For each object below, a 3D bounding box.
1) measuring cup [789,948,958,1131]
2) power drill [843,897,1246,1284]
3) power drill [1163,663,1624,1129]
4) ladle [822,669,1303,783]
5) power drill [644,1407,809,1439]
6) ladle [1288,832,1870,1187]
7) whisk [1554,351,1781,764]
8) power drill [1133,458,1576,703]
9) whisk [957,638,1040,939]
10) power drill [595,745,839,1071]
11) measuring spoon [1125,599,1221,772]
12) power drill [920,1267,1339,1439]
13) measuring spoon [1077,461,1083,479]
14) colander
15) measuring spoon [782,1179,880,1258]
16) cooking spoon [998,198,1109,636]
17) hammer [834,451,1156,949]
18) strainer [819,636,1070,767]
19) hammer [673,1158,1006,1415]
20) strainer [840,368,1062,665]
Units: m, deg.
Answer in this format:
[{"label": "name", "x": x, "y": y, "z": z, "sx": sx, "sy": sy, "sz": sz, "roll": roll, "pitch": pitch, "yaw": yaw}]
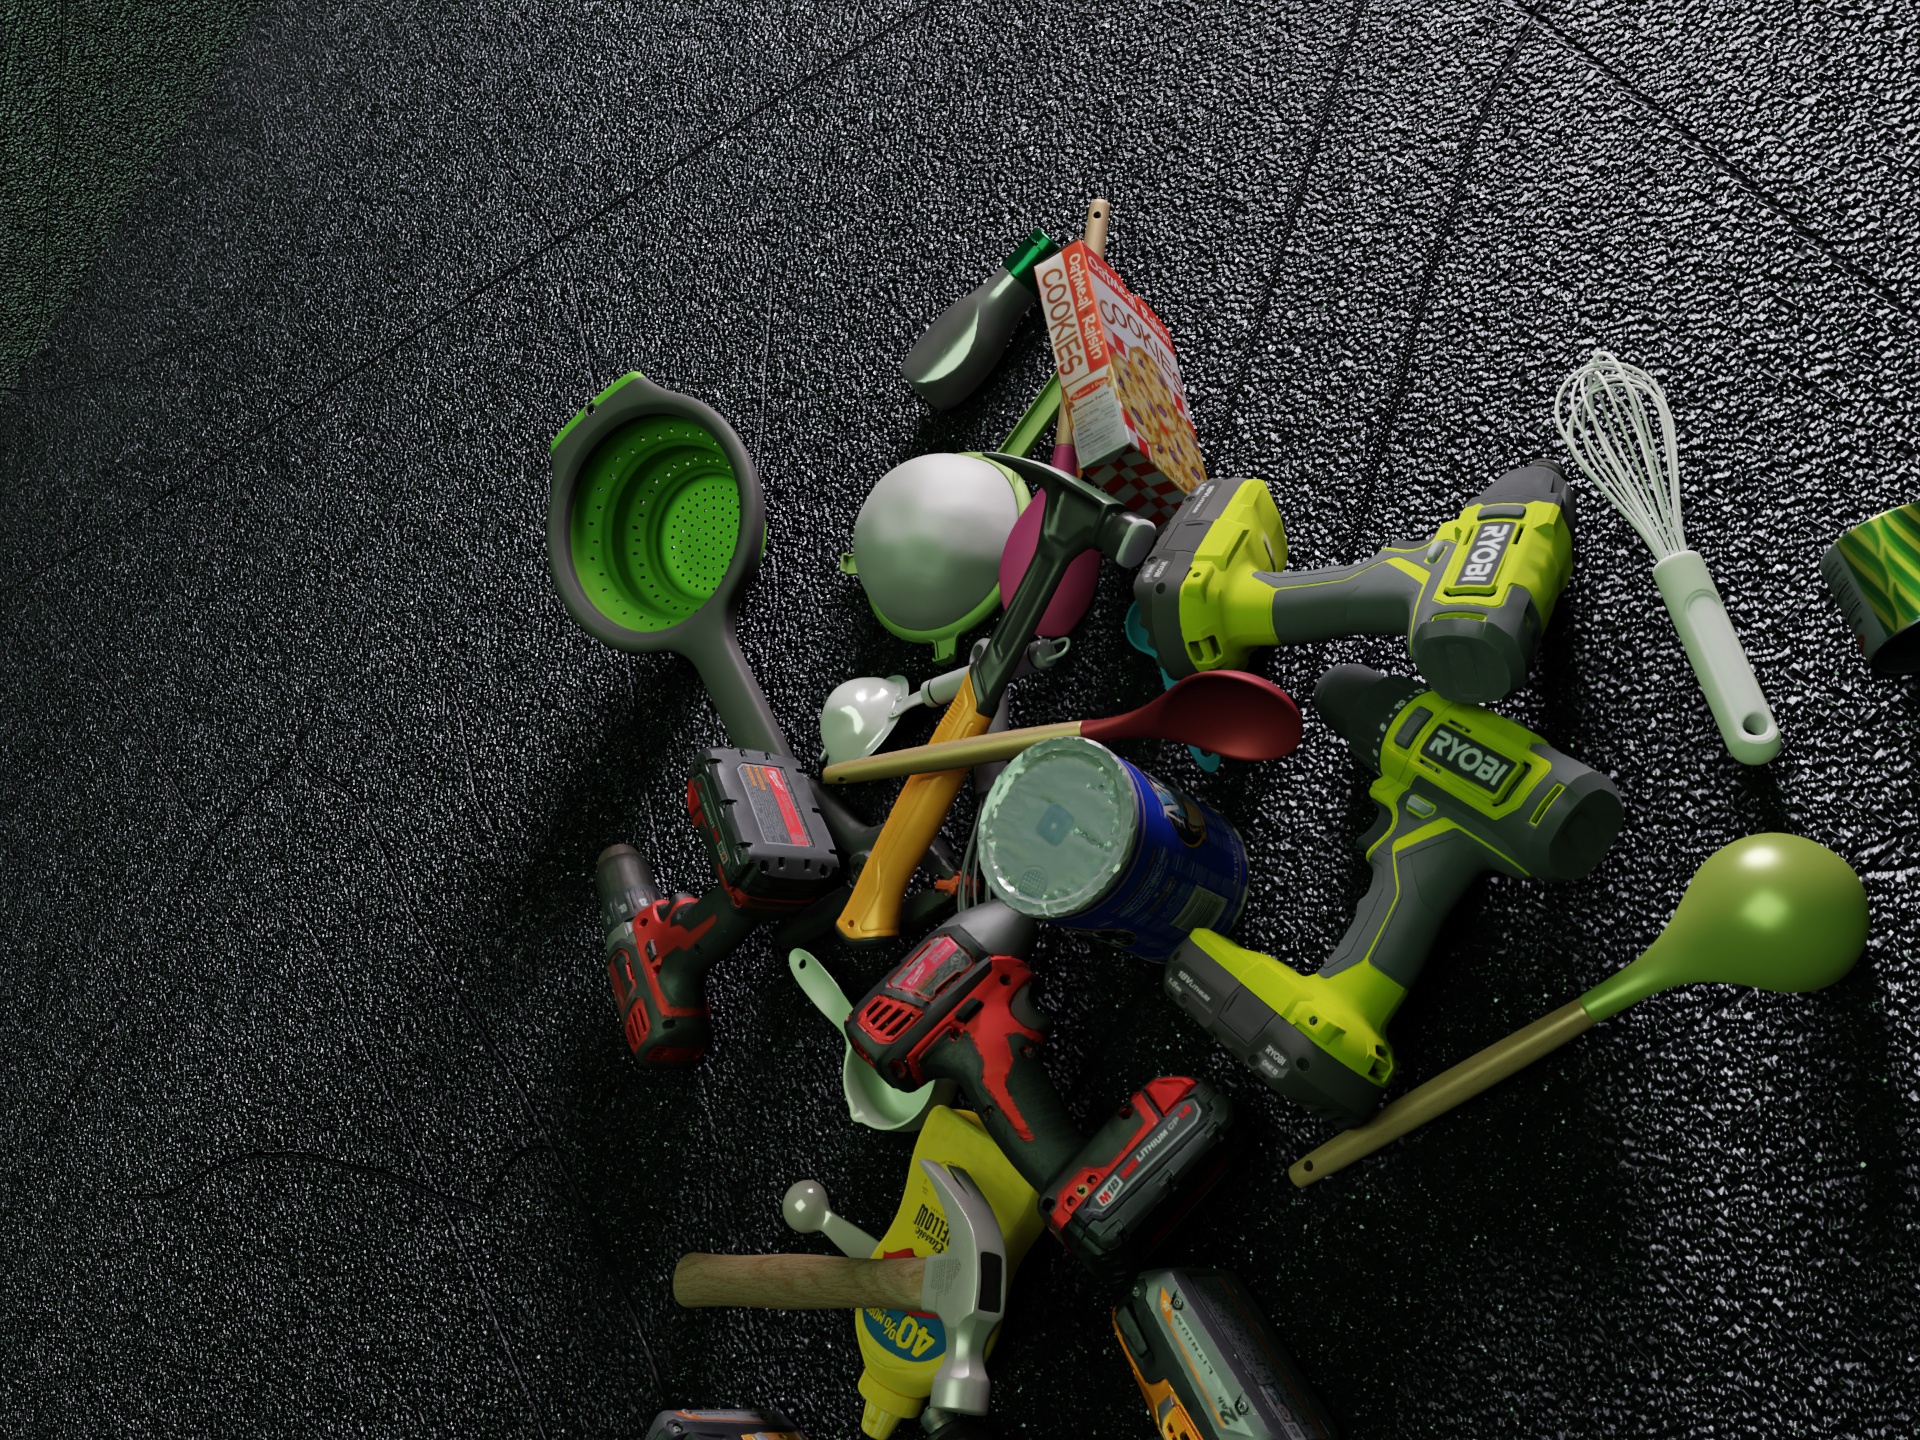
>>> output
[{"label": "measuring cup", "x": -0.061, "y": 0.206, "z": 1.057, "sx": 0.083, "sy": 0.038, "sz": 0.168, "roll": -55, "pitch": 47, "yaw": 6}, {"label": "power drill", "x": 0.050, "y": 0.197, "z": 0.908, "sx": 0.143, "sy": 0.078, "sz": 0.220, "roll": -42, "pitch": 57, "yaw": -15}, {"label": "power drill", "x": 0.216, "y": 0.084, "z": 0.862, "sx": 0.228, "sy": 0.080, "sz": 0.191, "roll": -55, "pitch": 39, "yaw": 3}, {"label": "ladle", "x": 0.051, "y": 0.013, "z": 0.951, "sx": 0.315, "sy": 0.069, "sz": 0.031, "roll": -10, "pitch": 38, "yaw": 28}, {"label": "power drill", "x": -0.107, "y": 0.485, "z": 0.886, "sx": 0.226, "sy": 0.185, "sz": 0.084, "roll": 27, "pitch": 92, "yaw": 44}, {"label": "ladle", "x": 0.299, "y": 0.160, "z": 0.802, "sx": 0.320, "sy": 0.062, "sz": 0.078, "roll": -40, "pitch": 53, "yaw": 27}, {"label": "whisk", "x": 0.373, "y": -0.089, "z": 0.835, "sx": 0.058, "sy": 0.059, "sz": 0.247, "roll": -13, "pitch": 66, "yaw": 3}, {"label": "power drill", "x": 0.228, "y": -0.086, "z": 0.905, "sx": 0.223, "sy": 0.080, "sz": 0.171, "roll": 3, "pitch": 45, "yaw": 37}, {"label": "whisk", "x": 0.022, "y": 0.048, "z": 1.050, "sx": 0.055, "sy": 0.055, "sz": 0.239, "roll": -21, "pitch": 56, "yaw": 30}, {"label": "power drill", "x": -0.193, "y": 0.117, "z": 1.146, "sx": 0.226, "sy": 0.080, "sz": 0.188, "roll": -52, "pitch": 47, "yaw": 31}, {"label": "measuring spoon", "x": 0.142, "y": -0.024, "z": 1.009, "sx": 0.042, "sy": 0.021, "sz": 0.129, "roll": -29, "pitch": 66, "yaw": 25}, {"label": "power drill", "x": 0.072, "y": 0.393, "z": 0.852, "sx": 0.226, "sy": 0.084, "sz": 0.164, "roll": -49, "pitch": 50, "yaw": 17}, {"label": "measuring spoon", "x": 0.076, "y": -0.156, "z": 1.115, "sx": 0.021, "sy": 0.011, "sz": 0.117, "roll": 17, "pitch": 87, "yaw": 41}, {"label": "colander", "x": -0.187, "y": -0.083, "z": 1.248, "sx": 0.204, "sy": 0.094, "sz": 0.397, "roll": -35, "pitch": 73, "yaw": 22}, {"label": "measuring spoon", "x": -0.074, "y": 0.335, "z": 1.026, "sx": 0.124, "sy": 0.018, "sz": 0.034, "roll": 22, "pitch": 86, "yaw": 40}, {"label": "cooking spoon", "x": 0.076, "y": -0.213, "z": 1.102, "sx": 0.069, "sy": 0.017, "sz": 0.319, "roll": 7, "pitch": 80, "yaw": 10}, {"label": "hammer", "x": -0.002, "y": -0.003, "z": 1.019, "sx": 0.127, "sy": 0.034, "sz": 0.337, "roll": 35, "pitch": 106, "yaw": 34}, {"label": "strainer", "x": -0.025, "y": -0.019, "z": 1.086, "sx": 0.258, "sy": 0.050, "sz": 0.087, "roll": -19, "pitch": 39, "yaw": 40}, {"label": "hammer", "x": -0.084, "y": 0.339, "z": 0.966, "sx": 0.331, "sy": 0.031, "sz": 0.130, "roll": -22, "pitch": 52, "yaw": 49}, {"label": "strainer", "x": 0.005, "y": -0.177, "z": 1.136, "sx": 0.256, "sy": 0.069, "sz": 0.152, "roll": -53, "pitch": 50, "yaw": 10}]
